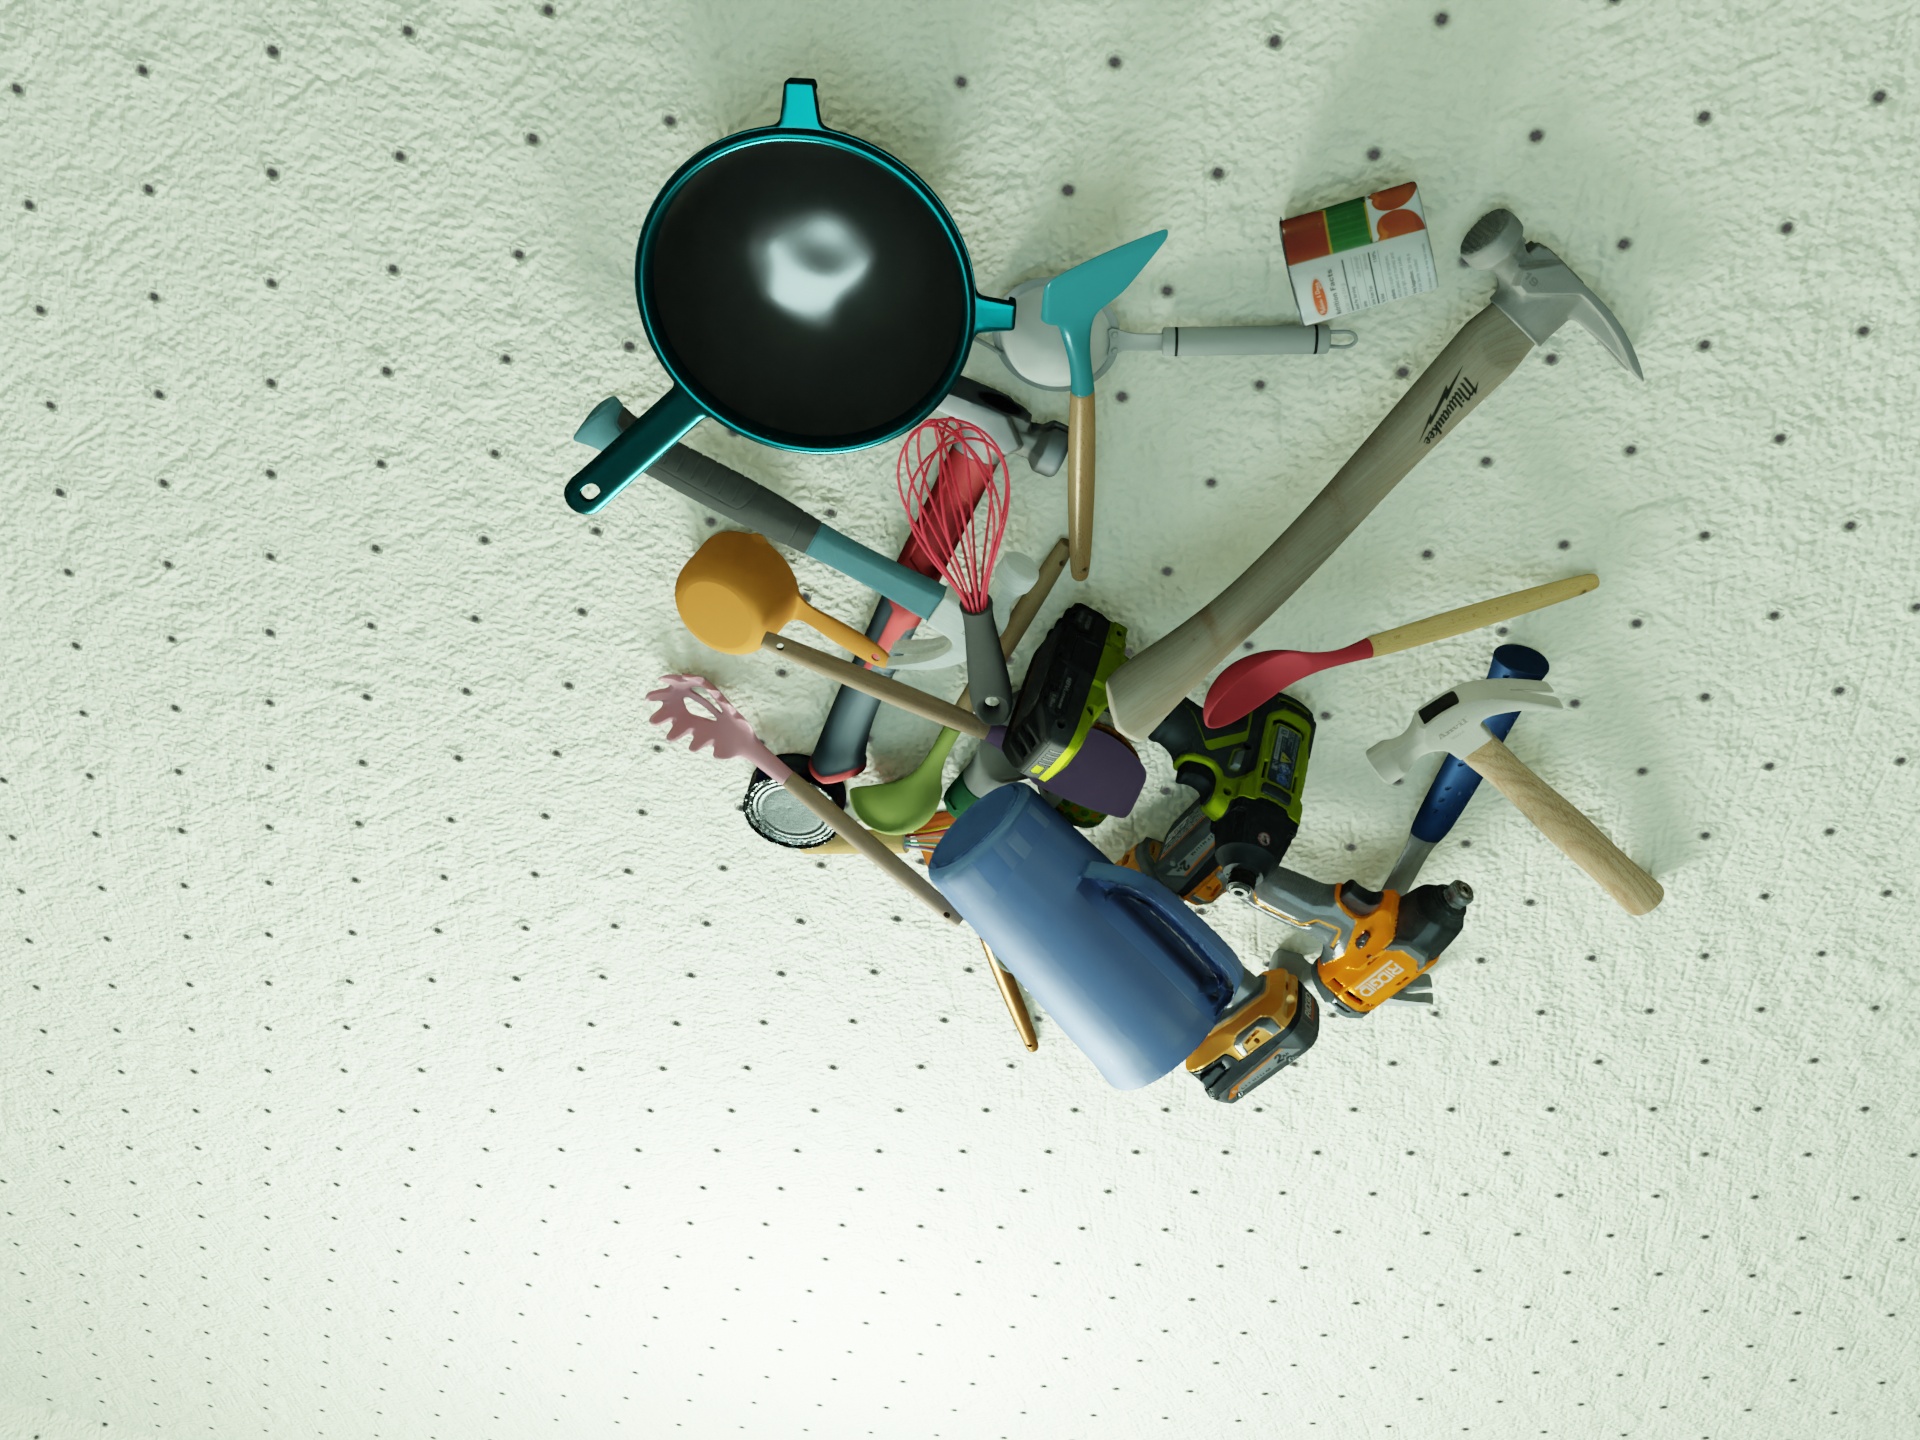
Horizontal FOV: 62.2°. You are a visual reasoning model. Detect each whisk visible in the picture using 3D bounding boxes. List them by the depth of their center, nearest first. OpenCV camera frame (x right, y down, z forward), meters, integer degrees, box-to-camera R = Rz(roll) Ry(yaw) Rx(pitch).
[{"bbox_3d":[0.008,-0.093,1.082,0.073,0.073,0.295,0,141,9],"label":"whisk"},{"bbox_3d":[-0.026,0.107,1.361,0.245,0.051,0.047,-2,116,20],"label":"whisk"}]

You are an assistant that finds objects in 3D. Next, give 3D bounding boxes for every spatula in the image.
[{"bbox_3d":[0.084,-0.190,1.041,0.082,0.044,0.317,-27,147,-15],"label":"spatula"},{"bbox_3d":[-0.002,-0.004,1.204,0.315,0.018,0.060,22,97,-12],"label":"spatula"},{"bbox_3d":[0.032,0.204,1.463,0.081,0.041,0.322,-5,134,16],"label":"spatula"}]

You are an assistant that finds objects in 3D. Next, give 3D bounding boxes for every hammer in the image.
[{"bbox_3d":[0.253,-0.131,1.054,0.146,0.038,0.410,35,112,-21],"label":"hammer"},{"bbox_3d":[-0.116,-0.138,1.132,0.331,0.033,0.128,27,129,-11],"label":"hammer"},{"bbox_3d":[-0.058,-0.093,1.203,0.143,0.038,0.386,22,131,-8],"label":"hammer"},{"bbox_3d":[0.459,0.069,1.235,0.130,0.031,0.331,-39,126,24],"label":"hammer"},{"bbox_3d":[0.384,0.102,1.308,0.144,0.035,0.405,13,132,-2],"label":"hammer"}]

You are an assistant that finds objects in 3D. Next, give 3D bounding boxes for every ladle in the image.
[{"bbox_3d":[0.306,-0.057,1.101,0.315,0.031,0.069,-16,152,-13],"label":"ladle"},{"bbox_3d":[0.002,-0.024,1.257,0.078,0.062,0.320,5,131,-36],"label":"ladle"}]

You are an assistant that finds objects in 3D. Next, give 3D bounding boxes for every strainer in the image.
[{"bbox_3d":[-0.137,-0.251,1.034,0.340,0.095,0.210,-33,118,30],"label":"strainer"},{"bbox_3d":[0.129,-0.247,1.038,0.258,0.050,0.086,0,135,4],"label":"strainer"}]

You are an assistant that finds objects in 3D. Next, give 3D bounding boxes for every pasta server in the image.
[{"bbox_3d":[-0.123,0.068,1.301,0.316,0.040,0.060,40,112,-1],"label":"pasta server"}]

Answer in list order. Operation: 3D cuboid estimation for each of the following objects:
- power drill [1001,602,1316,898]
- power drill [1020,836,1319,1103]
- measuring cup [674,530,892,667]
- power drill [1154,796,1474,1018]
[{"bbox_3d":[0.153,0.022,1.185,0.223,0.171,0.080,27,144,-9],"label":"power drill"},{"bbox_3d":[0.177,0.231,1.391,0.226,0.084,0.185,43,116,-7],"label":"power drill"},{"bbox_3d":[-0.135,-0.072,1.193,0.173,0.052,0.095,29,134,6],"label":"measuring cup"},{"bbox_3d":[0.291,0.133,1.289,0.226,0.084,0.164,35,131,-4],"label":"power drill"}]
